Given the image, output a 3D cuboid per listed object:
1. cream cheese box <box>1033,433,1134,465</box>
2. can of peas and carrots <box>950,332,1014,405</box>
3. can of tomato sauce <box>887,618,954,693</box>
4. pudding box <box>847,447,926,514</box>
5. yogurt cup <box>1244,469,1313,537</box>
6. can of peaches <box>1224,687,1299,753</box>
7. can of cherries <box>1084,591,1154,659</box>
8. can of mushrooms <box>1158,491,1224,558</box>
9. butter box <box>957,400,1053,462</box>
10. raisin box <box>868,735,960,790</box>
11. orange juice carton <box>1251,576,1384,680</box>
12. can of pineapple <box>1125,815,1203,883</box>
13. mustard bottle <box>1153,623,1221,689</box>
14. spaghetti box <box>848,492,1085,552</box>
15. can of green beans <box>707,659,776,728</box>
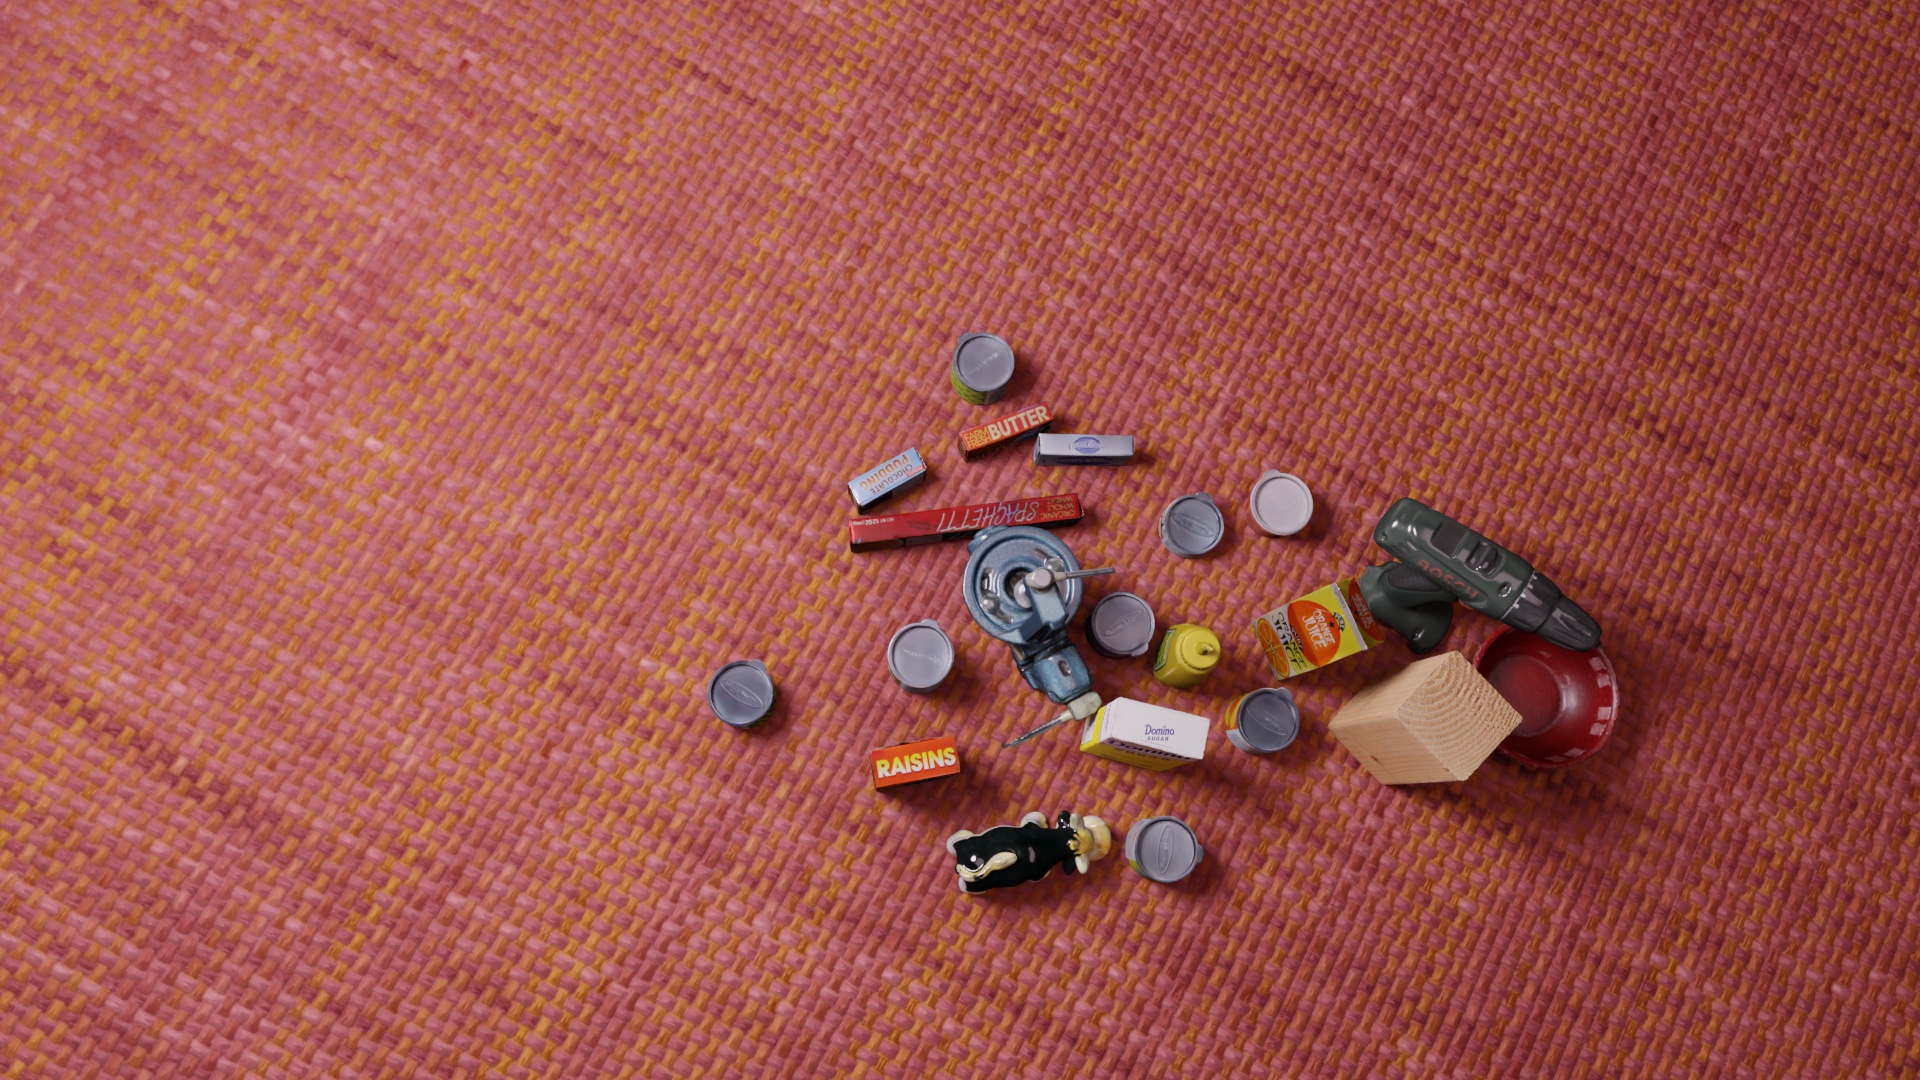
[{"bbox_3d":[0.133,-0.098,1.504,0.104,0.053,0.024,1,79,-4],"label":"cream cheese box"},{"bbox_3d":[0.021,-0.188,1.513,0.071,0.058,0.071,1,79,-3],"label":"can of peas and carrots"},{"bbox_3d":[-0.042,0.120,1.433,0.071,0.083,0.071,1,79,-3],"label":"can of tomato sauce"},{"bbox_3d":[-0.079,-0.063,1.485,0.084,0.049,0.030,-29,82,-9],"label":"pudding box"},{"bbox_3d":[0.341,-0.035,1.504,0.072,0.054,0.072,1,79,-3],"label":"yogurt cup"},{"bbox_3d":[0.316,0.188,1.455,0.071,0.058,0.071,1,79,-3],"label":"can of peaches"},{"bbox_3d":[0.168,0.093,1.464,0.071,0.058,0.071,1,79,-3],"label":"can of cherries"},{"bbox_3d":[0.251,-0.017,1.505,0.071,0.033,0.071,1,78,-4],"label":"can of mushrooms"},{"bbox_3d":[0.048,-0.117,1.503,0.104,0.053,0.024,-21,81,-8],"label":"butter box"},{"bbox_3d":[-0.047,0.223,1.391,0.086,0.123,0.040,-9,80,-5],"label":"raisin box"},{"bbox_3d":[0.365,0.089,1.409,0.073,0.192,0.072,-21,81,-7],"label":"orange juice carton"},{"bbox_3d":[0.207,0.316,1.421,0.071,0.057,0.071,1,79,-3],"label":"can of pineapple"},{"bbox_3d":[0.234,0.114,1.412,0.049,0.160,0.065,18,78,0],"label":"mustard bottle"},{"bbox_3d":[0.005,-0.019,1.481,0.250,0.050,0.029,-7,79,-5],"label":"spaghetti box"},{"bbox_3d":[-0.223,0.159,1.426,0.071,0.057,0.071,1,79,-3],"label":"can of green beans"}]
